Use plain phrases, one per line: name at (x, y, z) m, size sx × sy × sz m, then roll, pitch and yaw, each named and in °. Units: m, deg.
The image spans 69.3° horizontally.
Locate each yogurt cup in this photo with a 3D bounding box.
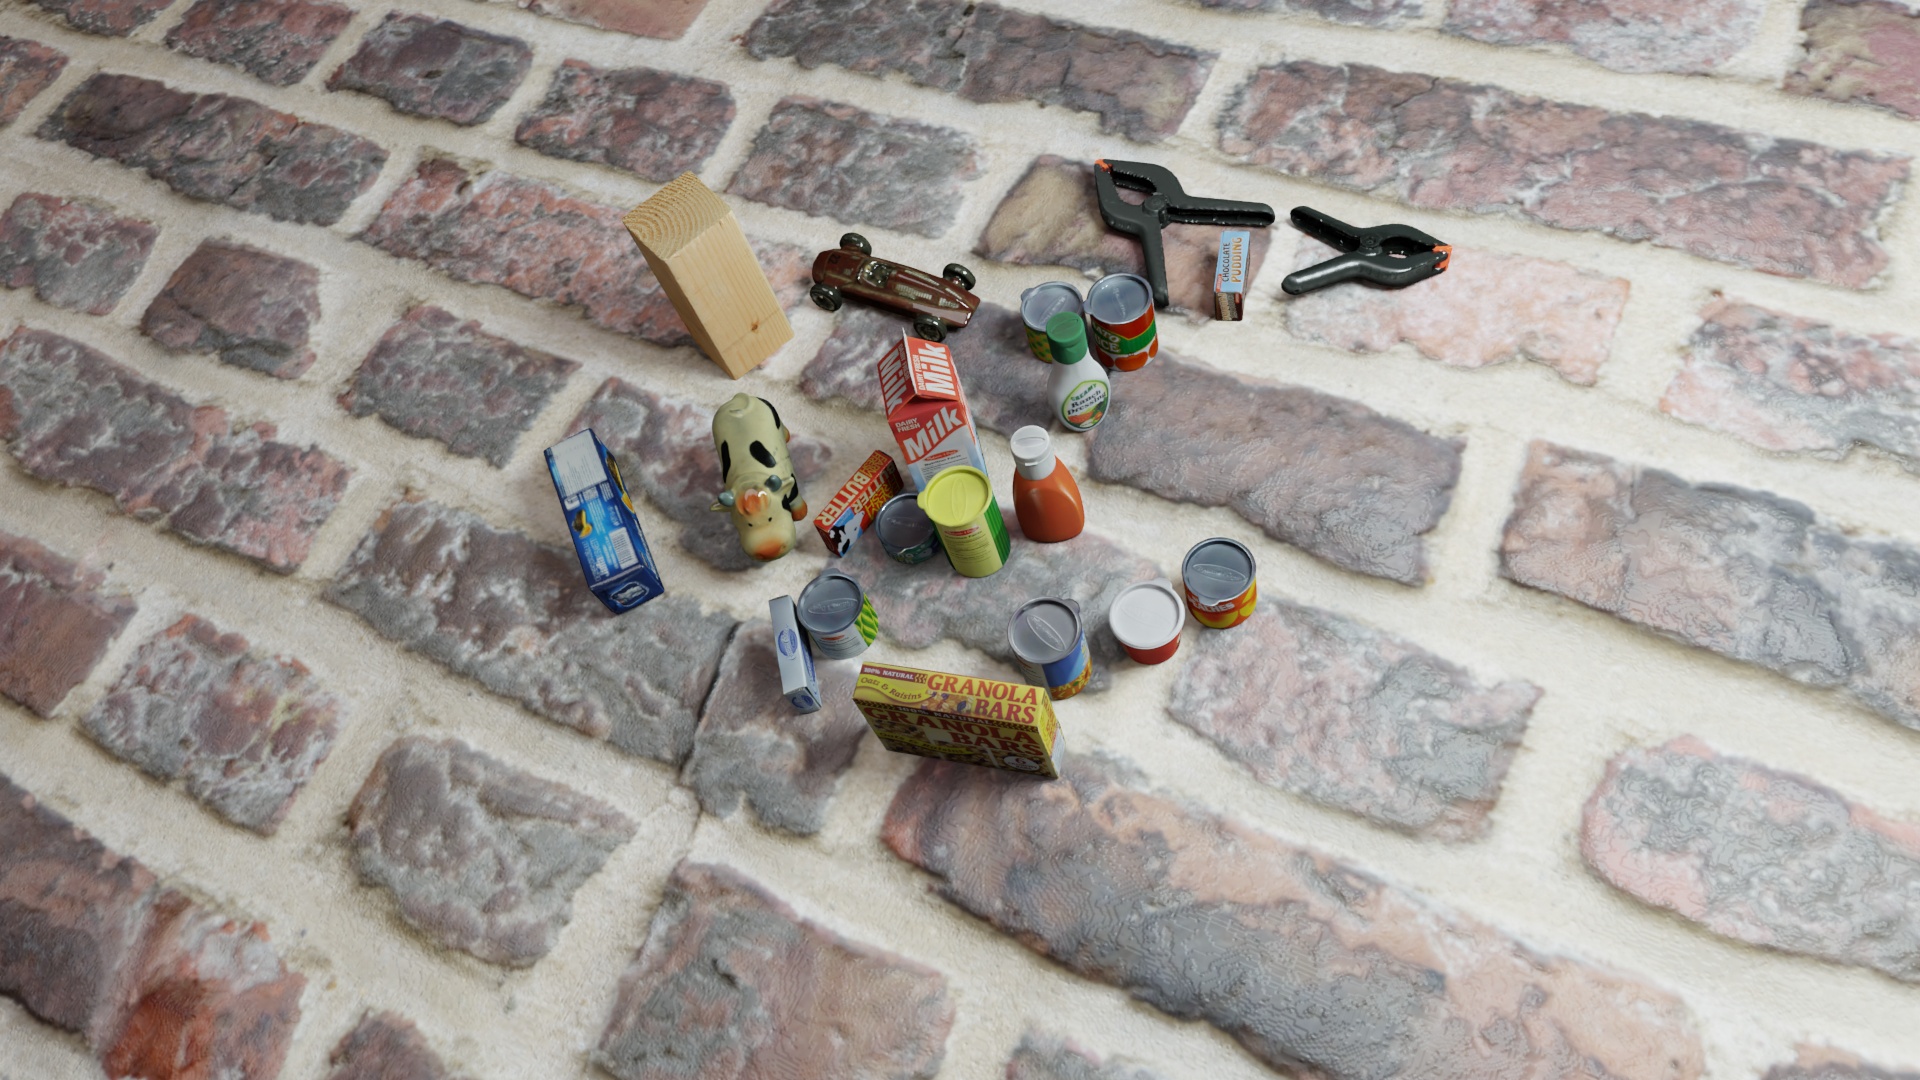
yogurt cup at (0.171, 0.078, 1.263) m, size 0.072 × 0.053 × 0.073 m, roll -6°, pitch 59°, yaw 10°

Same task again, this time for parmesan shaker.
parmesan shaker at (0.005, -0.017, 1.329) m, size 0.071 × 0.102 × 0.071 m, roll -6°, pitch 59°, yaw 10°

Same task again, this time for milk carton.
milk carton at (-0.029, -0.122, 1.348) m, size 0.073 × 0.189 × 0.072 m, roll -15°, pitch 58°, yaw 5°

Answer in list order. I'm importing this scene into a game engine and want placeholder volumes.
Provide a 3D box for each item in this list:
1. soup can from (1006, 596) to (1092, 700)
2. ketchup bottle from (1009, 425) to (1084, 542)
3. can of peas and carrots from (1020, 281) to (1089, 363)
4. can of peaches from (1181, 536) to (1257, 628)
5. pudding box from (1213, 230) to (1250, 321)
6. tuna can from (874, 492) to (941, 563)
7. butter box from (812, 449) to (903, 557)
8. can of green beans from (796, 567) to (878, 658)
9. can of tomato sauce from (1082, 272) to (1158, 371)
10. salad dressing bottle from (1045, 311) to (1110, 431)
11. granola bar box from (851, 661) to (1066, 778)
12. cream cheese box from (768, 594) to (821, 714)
soup can at (0.084, 0.097, 1.254) m, size 0.071 × 0.083 × 0.071 m, roll -6°, pitch 59°, yaw 10°
ketchup bottle at (0.077, -0.052, 1.306) m, size 0.065 × 0.148 × 0.044 m, roll -5°, pitch 59°, yaw 11°
can of peas and carrots at (0.098, -0.229, 1.459) m, size 0.071 × 0.058 × 0.071 m, roll -6°, pitch 59°, yaw 10°
can of peaches at (0.236, 0.041, 1.267) m, size 0.071 × 0.057 × 0.071 m, roll -6°, pitch 59°, yaw 10°
pudding box at (0.283, -0.276, 1.448) m, size 0.030 × 0.049 × 0.084 m, roll 4°, pitch 61°, yaw 16°
tuna can at (-0.050, -0.010, 1.380) m, size 0.071 × 0.032 × 0.071 m, roll -6°, pitch 59°, yaw 10°
butter box at (-0.102, -0.038, 1.396) m, size 0.024 × 0.053 × 0.104 m, roll 31°, pitch 71°, yaw 27°
can of green beans at (-0.117, 0.073, 1.332) m, size 0.071 × 0.057 × 0.071 m, roll -6°, pitch 59°, yaw 10°
can of tomato sauce at (0.166, -0.222, 1.424) m, size 0.071 × 0.082 × 0.071 m, roll -6°, pitch 59°, yaw 10°
salad dressing bottle at (0.112, -0.165, 1.365) m, size 0.064 × 0.147 × 0.044 m, roll -27°, pitch 58°, yaw -3°
granola bar box at (0.002, 0.157, 1.215) m, size 0.165 × 0.123 × 0.039 m, roll 7°, pitch 62°, yaw 17°
cream cheese box at (-0.158, 0.109, 1.322) m, size 0.024 × 0.053 × 0.104 m, roll -17°, pitch 58°, yaw 3°
